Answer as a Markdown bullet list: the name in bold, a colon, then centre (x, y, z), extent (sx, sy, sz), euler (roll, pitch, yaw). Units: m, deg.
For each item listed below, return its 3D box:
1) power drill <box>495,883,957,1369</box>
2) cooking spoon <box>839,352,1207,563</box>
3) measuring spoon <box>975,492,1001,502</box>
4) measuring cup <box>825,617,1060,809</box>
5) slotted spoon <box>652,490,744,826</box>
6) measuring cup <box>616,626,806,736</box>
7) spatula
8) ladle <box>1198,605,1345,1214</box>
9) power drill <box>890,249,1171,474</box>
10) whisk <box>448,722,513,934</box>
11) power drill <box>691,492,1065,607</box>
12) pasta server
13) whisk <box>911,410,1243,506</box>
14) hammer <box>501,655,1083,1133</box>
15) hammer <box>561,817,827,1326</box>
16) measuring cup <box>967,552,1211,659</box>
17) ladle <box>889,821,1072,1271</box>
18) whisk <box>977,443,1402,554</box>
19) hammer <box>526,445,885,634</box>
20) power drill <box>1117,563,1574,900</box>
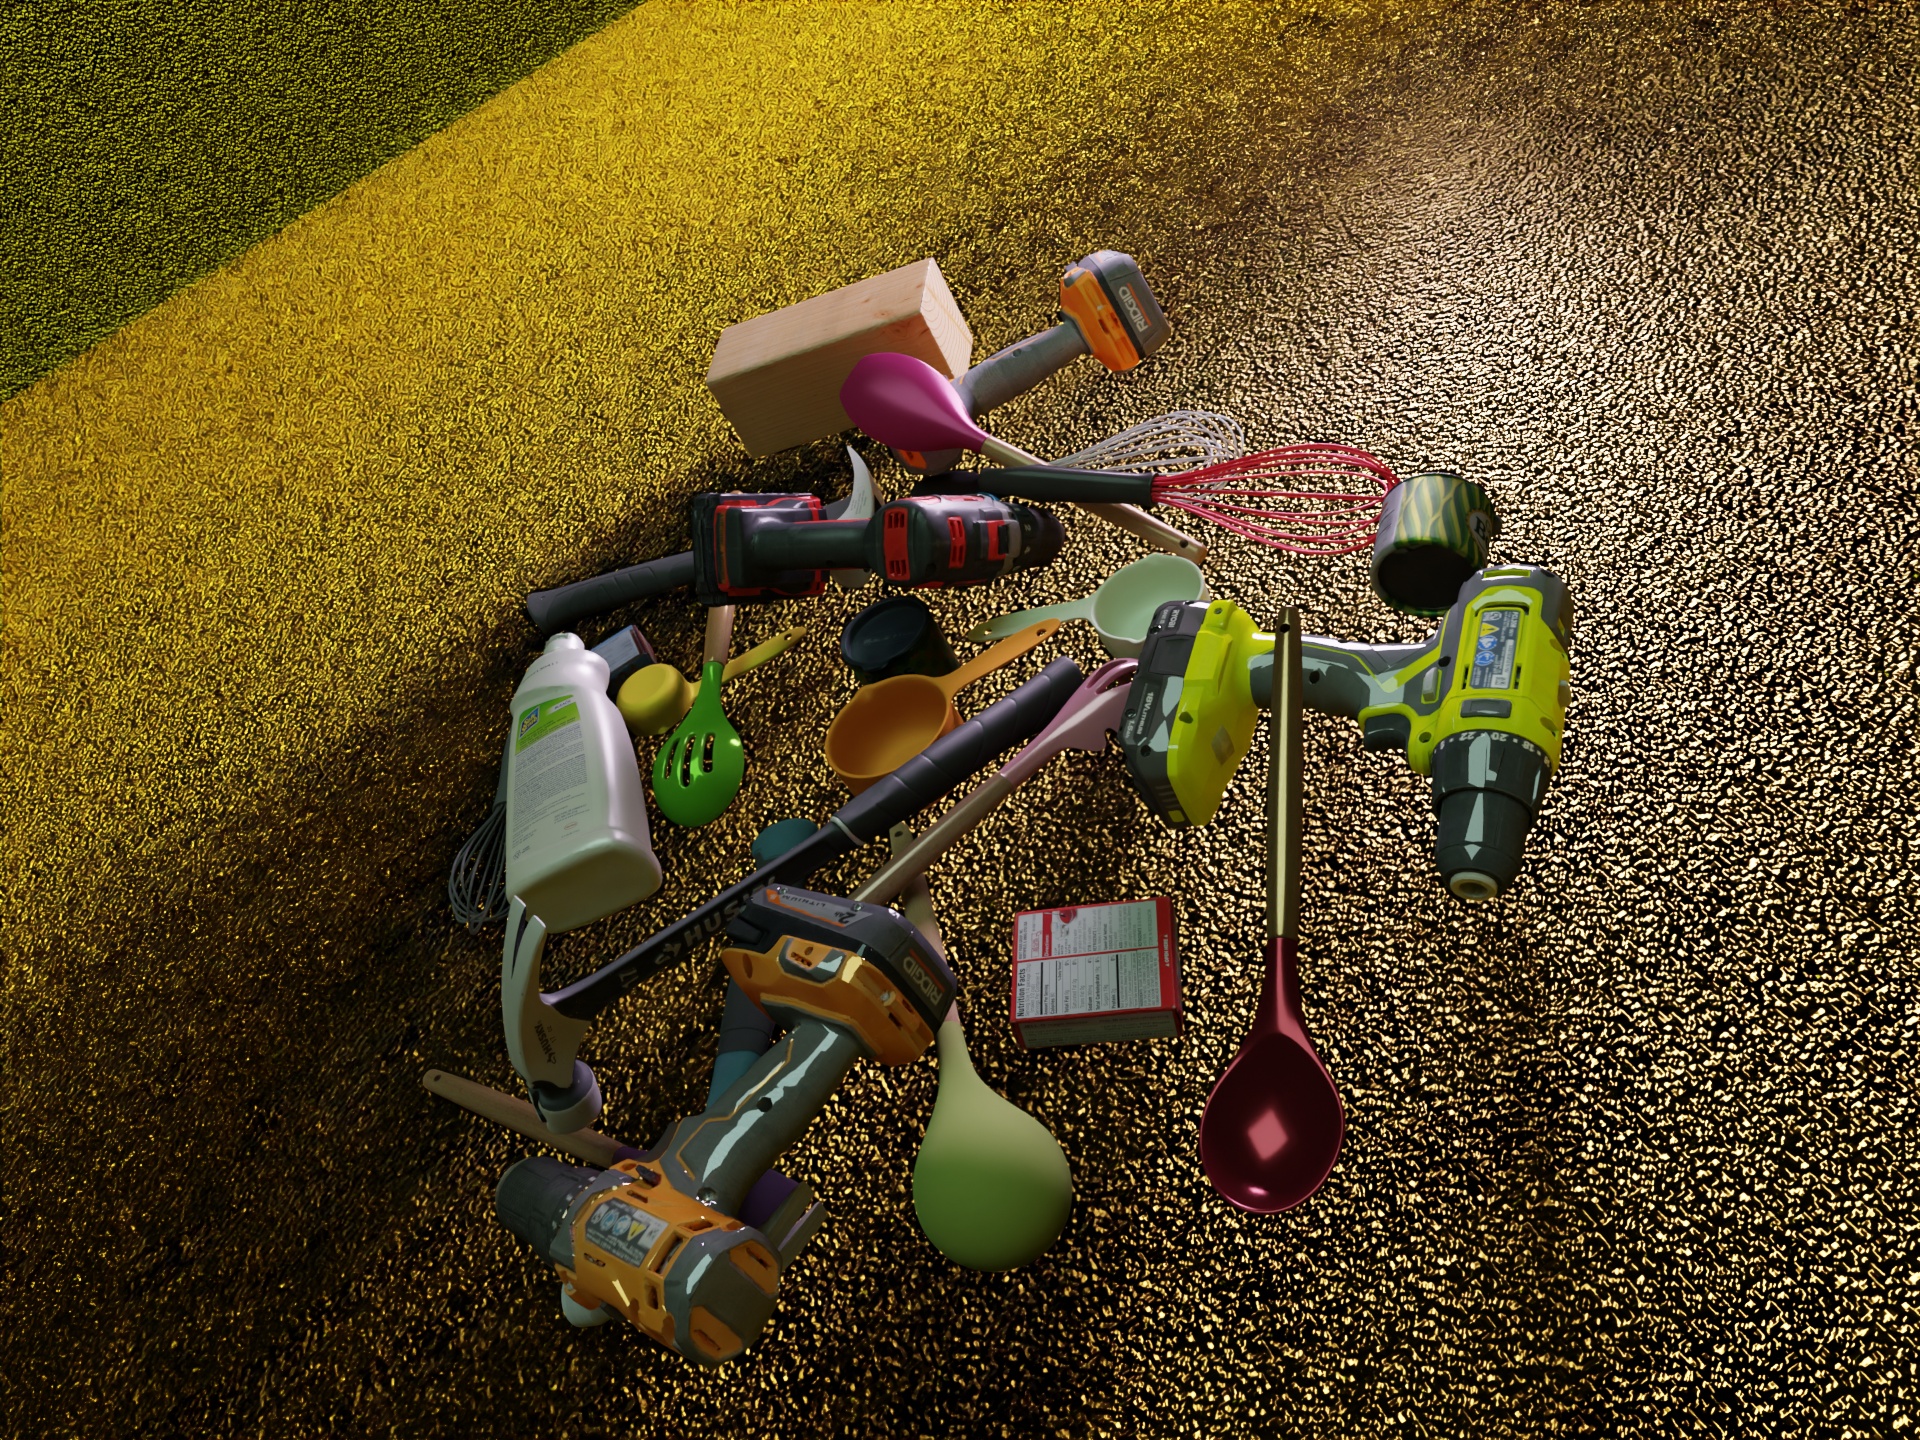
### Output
- **power drill**: centre (-0.126, 0.194, 0.808), extent (0.185, 0.084, 0.226), euler (5, 51, 43)
- **cooking spoon**: centre (0.039, -0.186, 1.130), extent (0.319, 0.017, 0.069), euler (31, 88, 25)
- **measuring spoon**: centre (-0.007, -0.152, 1.210), extent (0.129, 0.021, 0.042), euler (9, 97, 48)
- **measuring cup**: centre (-0.002, -0.003, 1.026), extent (0.173, 0.052, 0.095), euler (-32, 39, -4)
- **slotted spoon**: centre (-0.183, -0.059, 1.182), extent (0.070, 0.031, 0.314), euler (-10, 50, 14)
- **measuring cup**: centre (-0.190, -0.040, 1.197), extent (0.156, 0.029, 0.062), euler (-27, 40, 7)
- **spatula**: centre (-0.215, 0.249, 0.922), extent (0.316, 0.018, 0.060), euler (9, 51, 37)
- **ladle**: centre (0.159, 0.084, 0.789), extent (0.069, 0.031, 0.316), euler (-5, 64, 25)
- **power drill**: centre (0.041, -0.280, 1.254), extent (0.226, 0.084, 0.164), euler (-31, 18, 6)
- **whisk**: centre (-0.334, 0.064, 1.169), extent (0.055, 0.055, 0.239), euler (-21, 37, 12)
- **power drill**: centre (-0.054, -0.124, 1.112), extent (0.227, 0.080, 0.188), euler (2, 8, 34)
- **pasta server**: centre (0.010, 0.059, 0.945), extent (0.316, 0.040, 0.060), euler (-40, 38, -16)
- **whisk**: centre (0.077, -0.180, 1.162), extent (0.285, 0.070, 0.070), euler (-1, 48, 37)
- **hammer**: centre (-0.081, 0.069, 0.912), extent (0.409, 0.149, 0.036), euler (-33, 47, -28)
- **hammer**: centre (-0.125, 0.183, 0.908), extent (0.128, 0.033, 0.331), euler (-10, 40, 15)
- **measuring cup**: centre (0.085, -0.060, 1.042), extent (0.167, 0.038, 0.083), euler (-10, 44, 27)
- **ladle**: centre (-0.007, 0.161, 0.875), extent (0.078, 0.062, 0.320), euler (-22, 33, 3)
- **whisk**: centre (0.146, -0.150, 1.043), extent (0.296, 0.073, 0.073), euler (7, 52, 25)
- **hammer**: centre (-0.213, -0.131, 1.305), extent (0.335, 0.035, 0.146), euler (-13, 43, 21)
- **power drill**: centre (0.209, 0.006, 0.866), extent (0.228, 0.080, 0.191), euler (1, 54, 30)
